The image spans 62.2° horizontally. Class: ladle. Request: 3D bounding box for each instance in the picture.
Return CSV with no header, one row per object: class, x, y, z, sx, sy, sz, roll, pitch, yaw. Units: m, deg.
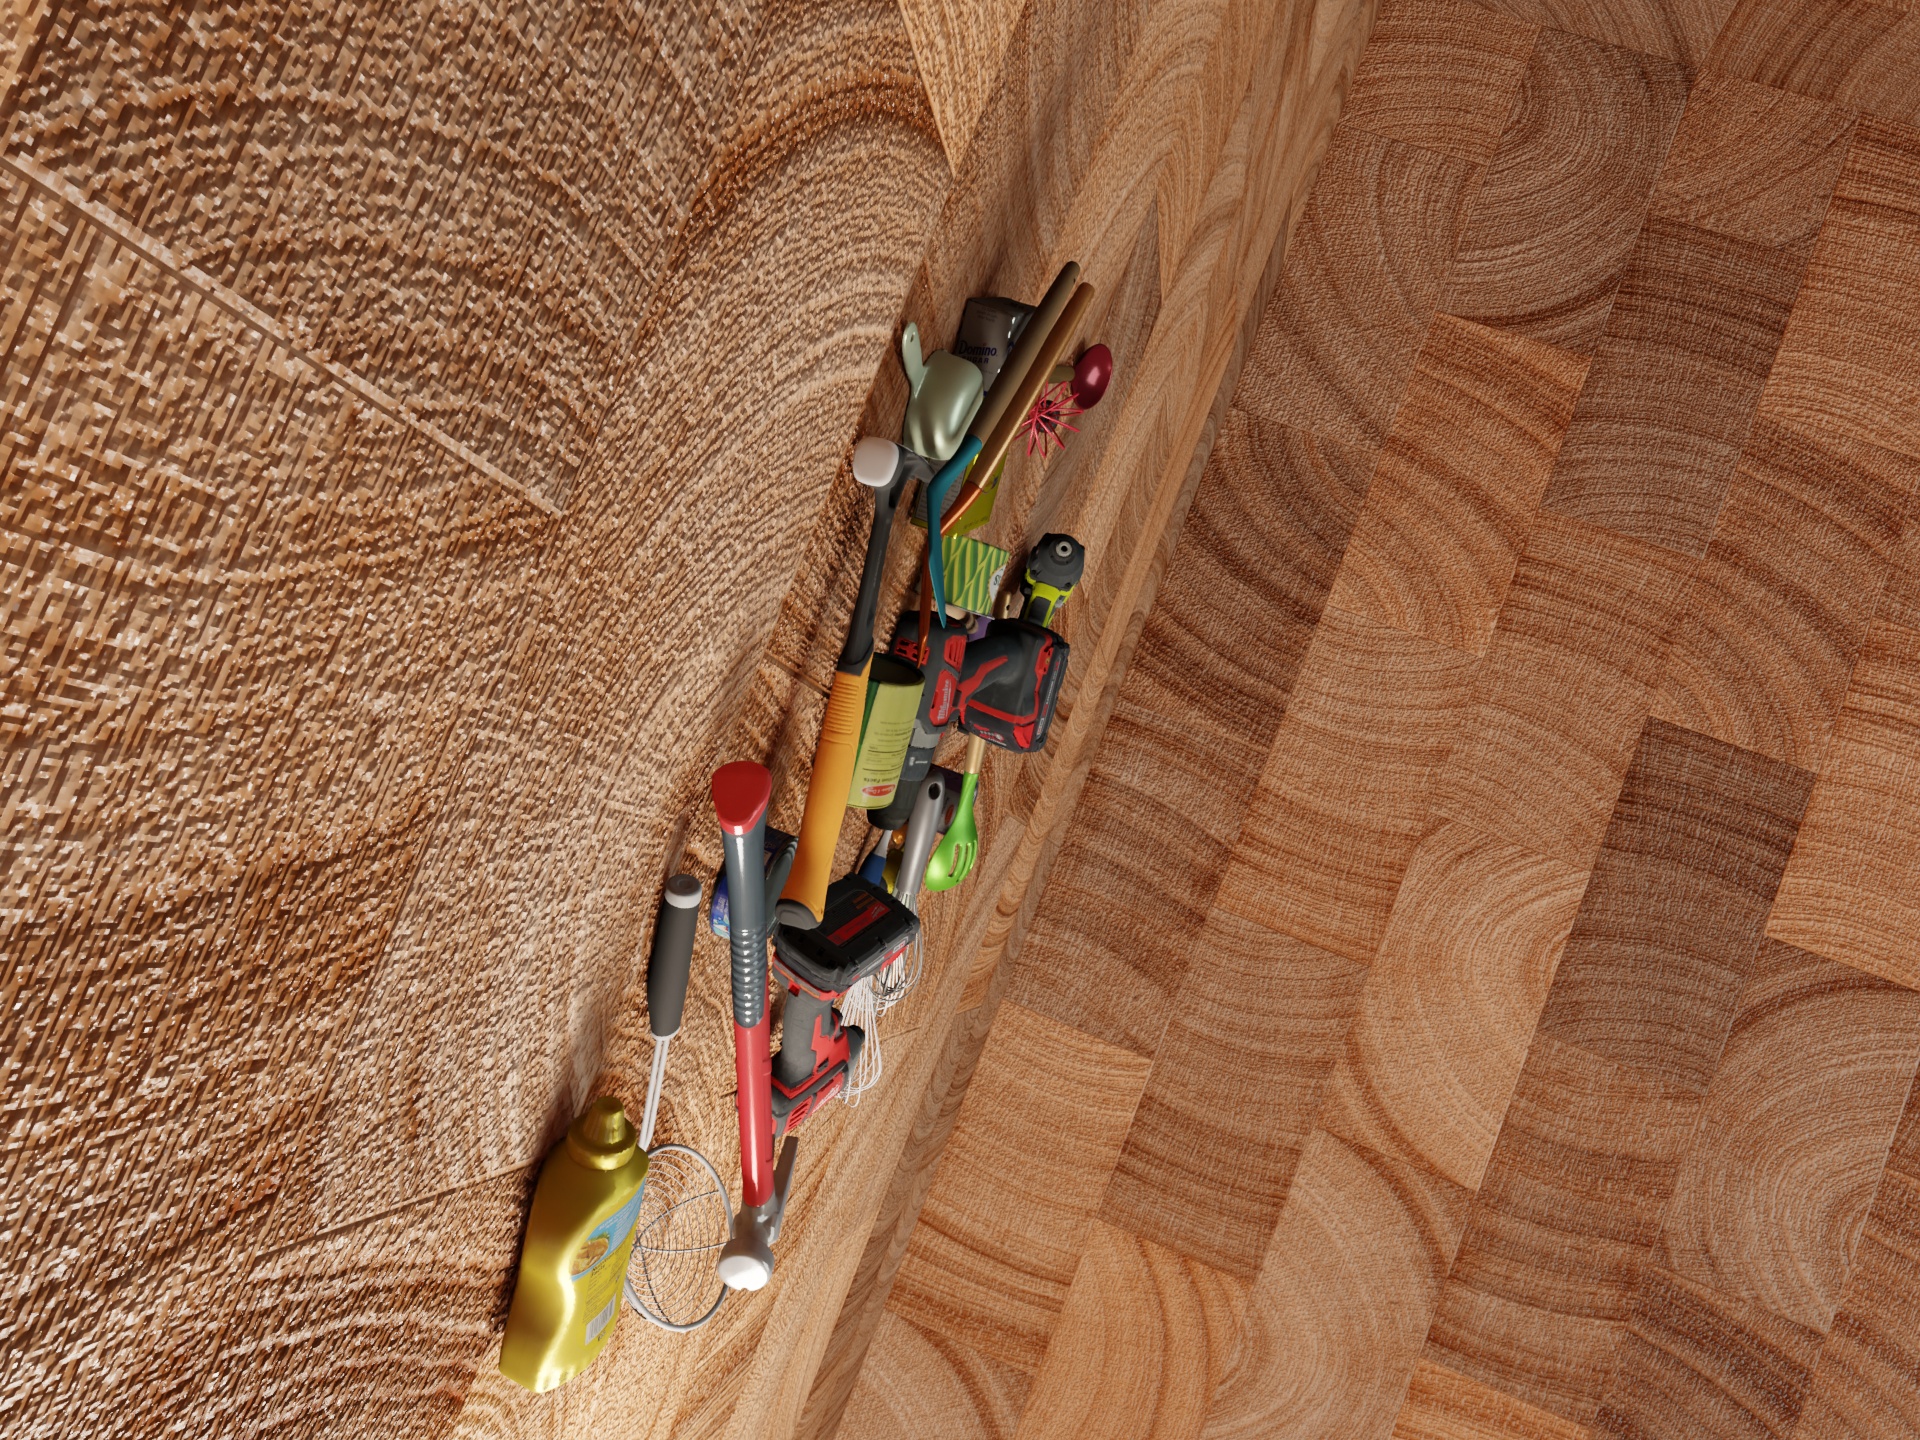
ladle,0.098,-0.332,1.529,0.315,0.031,0.069,-34,141,-69

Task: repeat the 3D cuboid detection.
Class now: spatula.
spatula,0.006,-0.093,1.537,0.316,0.018,0.060,36,76,-80
spatula,0.030,-0.214,1.138,0.082,0.044,0.318,77,36,-59
spatula,0.029,-0.189,1.181,0.323,0.041,0.081,-61,179,-12

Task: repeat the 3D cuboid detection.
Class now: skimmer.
skimmer,-0.178,0.259,1.066,0.127,0.090,0.363,-56,163,-57

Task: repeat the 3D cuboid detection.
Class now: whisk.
whisk,0.073,-0.269,1.403,0.296,0.073,0.073,-66,175,-79
whisk,-0.068,0.217,1.616,0.058,0.059,0.246,-105,-156,-46
whisk,-0.046,0.156,1.481,0.055,0.055,0.239,-43,148,-67
whisk,-0.102,0.273,1.605,0.070,0.070,0.284,-52,155,-59

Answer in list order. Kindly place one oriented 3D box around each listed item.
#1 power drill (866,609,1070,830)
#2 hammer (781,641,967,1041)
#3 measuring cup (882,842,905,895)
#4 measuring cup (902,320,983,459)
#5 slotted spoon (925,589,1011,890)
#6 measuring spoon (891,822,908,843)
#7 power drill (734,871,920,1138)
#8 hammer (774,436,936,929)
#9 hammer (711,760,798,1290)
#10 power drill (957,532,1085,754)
power drill,-0.002,-0.004,1.393,0.226,0.080,0.188,-8,116,-60
hammer,-0.072,0.118,1.495,0.144,0.035,0.405,62,49,-76
measuring cup,-0.049,0.143,1.674,0.156,0.029,0.062,-48,157,-60
measuring cup,-0.014,-0.233,1.104,0.167,0.038,0.083,65,47,-79
slotted spoon,0.015,0.026,1.550,0.070,0.031,0.313,-10,115,-52
measuring spoon,-0.052,0.113,1.622,0.021,0.011,0.117,66,10,7
power drill,-0.114,0.245,1.356,0.143,0.079,0.219,-29,145,-49
hammer,-0.076,-0.022,1.098,0.127,0.034,0.337,-6,108,-78
hammer,-0.139,0.194,1.078,0.143,0.038,0.386,-81,174,-62
power drill,0.071,-0.086,1.685,0.171,0.080,0.223,113,-4,-81
